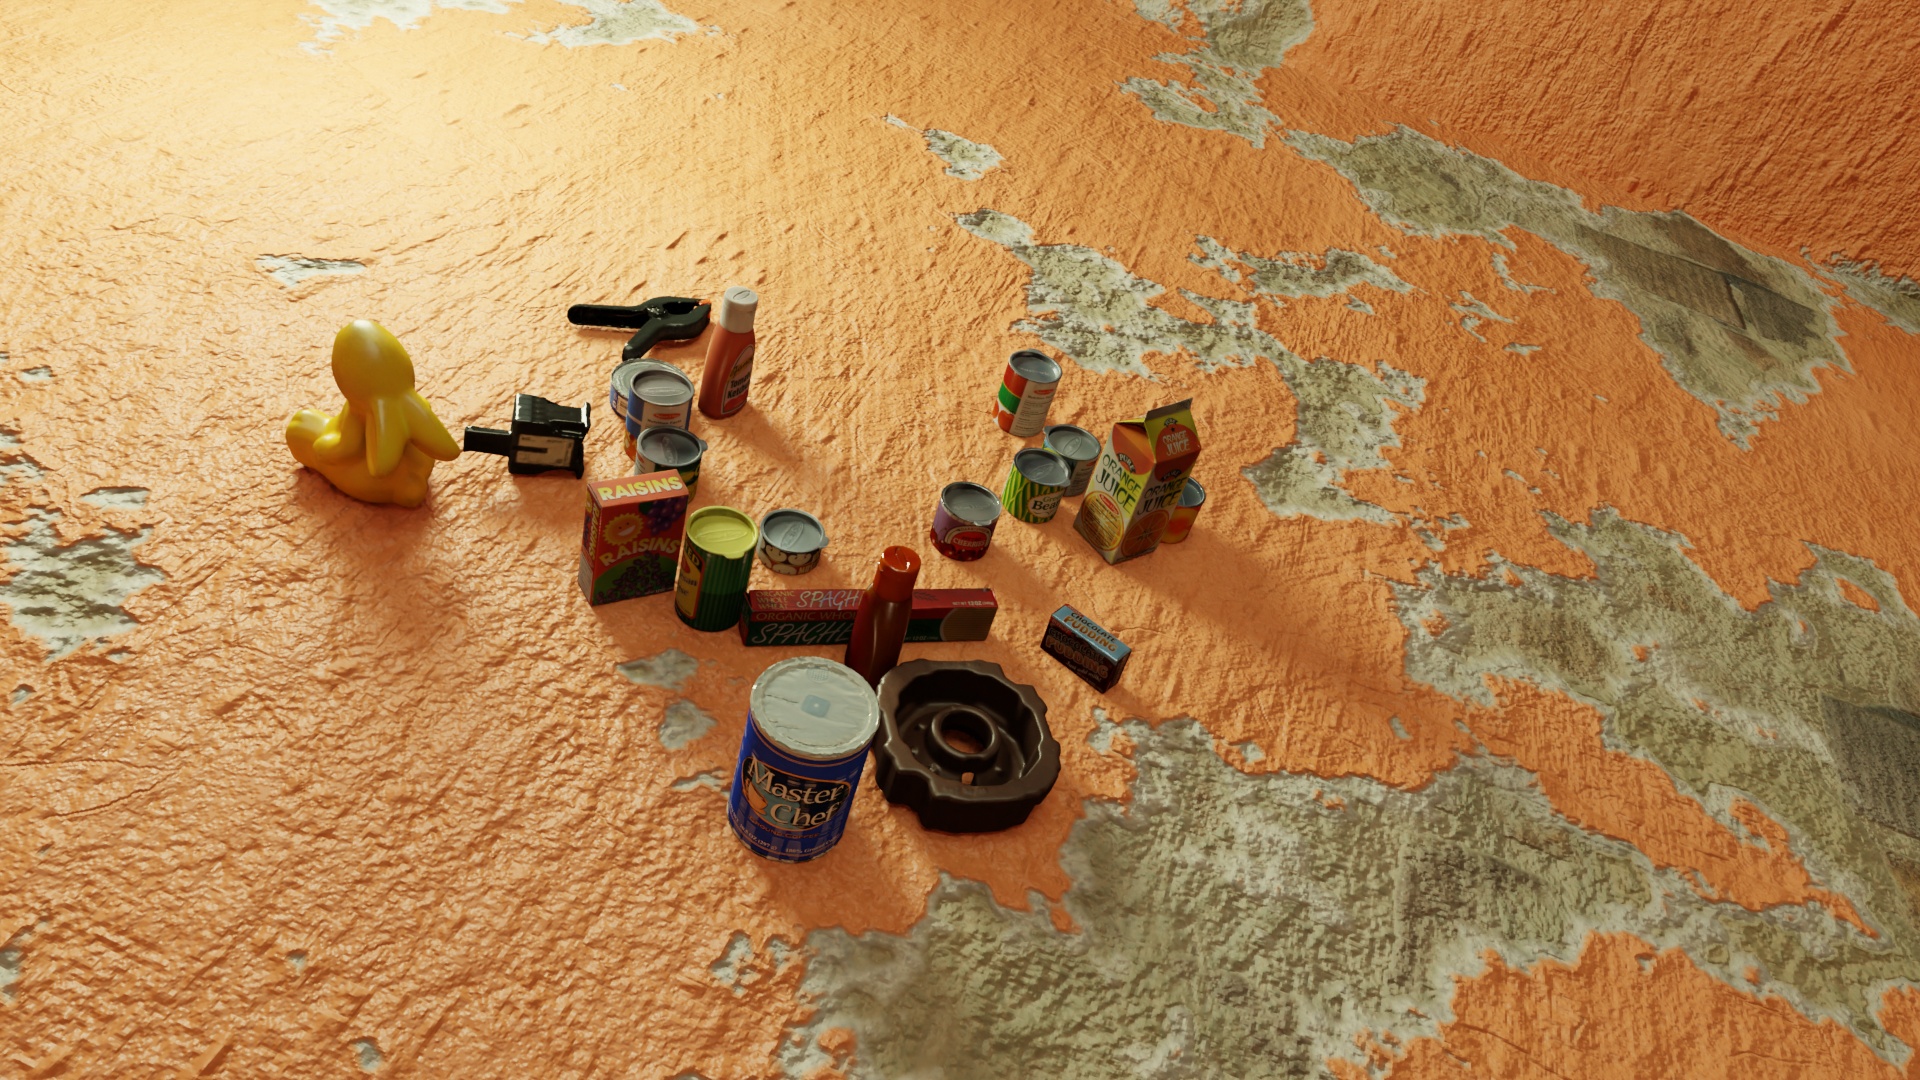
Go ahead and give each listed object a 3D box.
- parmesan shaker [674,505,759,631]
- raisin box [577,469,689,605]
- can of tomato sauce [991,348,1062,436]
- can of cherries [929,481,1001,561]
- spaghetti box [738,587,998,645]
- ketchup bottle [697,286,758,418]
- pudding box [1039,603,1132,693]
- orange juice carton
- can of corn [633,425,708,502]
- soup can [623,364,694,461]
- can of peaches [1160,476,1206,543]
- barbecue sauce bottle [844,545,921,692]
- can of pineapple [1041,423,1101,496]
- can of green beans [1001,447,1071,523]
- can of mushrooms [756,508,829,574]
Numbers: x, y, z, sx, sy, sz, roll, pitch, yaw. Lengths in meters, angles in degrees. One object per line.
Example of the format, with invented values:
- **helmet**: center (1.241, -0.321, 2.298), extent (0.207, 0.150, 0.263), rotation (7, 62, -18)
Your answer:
- **parmesan shaker**: center (-0.227, 0.029, 1.292), extent (0.071, 0.102, 0.072), rotation (11, 40, -9)
- **raisin box**: center (-0.303, -0.003, 1.285), extent (0.086, 0.122, 0.040), rotation (-11, 47, -31)
- **can of tomato sauce**: center (0.079, -0.178, 1.669), extent (0.071, 0.082, 0.071), rotation (11, 40, -9)
- **can of cherries**: center (0.005, -0.018, 1.474), extent (0.071, 0.058, 0.072), rotation (11, 40, -9)
- **spaghetti box**: center (-0.087, 0.073, 1.337), extent (0.250, 0.049, 0.029), rotation (0, 42, -21)
- **ketchup bottle**: center (-0.252, -0.207, 1.524), extent (0.043, 0.148, 0.065), rotation (31, 40, 15)
- **pudding box**: center (0.124, 0.107, 1.380), extent (0.084, 0.049, 0.030), rotation (36, 42, 21)
- **orange juice carton**: center (0.196, -0.072, 1.505), extent (0.072, 0.191, 0.073), rotation (-16, 50, -35)
- **can of corn**: center (-0.298, -0.075, 1.423), extent (0.071, 0.058, 0.071), rotation (11, 40, -9)
- **soup can**: center (-0.318, -0.131, 1.460), extent (0.071, 0.083, 0.072), rotation (11, 40, -9)
- **can of peaches**: center (0.237, -0.039, 1.588), extent (0.071, 0.057, 0.071), rotation (11, 40, -9)
- **barbecue sauce bottle**: center (-0.070, 0.070, 1.270), extent (0.044, 0.147, 0.065), rotation (-1, 43, -23)
- **can of pineapple**: center (0.122, -0.094, 1.607), extent (0.071, 0.057, 0.071), rotation (11, 40, -9)
- **can of green beans**: center (0.084, -0.061, 1.555), extent (0.071, 0.057, 0.071), rotation (11, 40, -9)
- **can of mushrooms**: center (-0.169, 0.002, 1.401), extent (0.071, 0.033, 0.071), rotation (11, 40, -9)
